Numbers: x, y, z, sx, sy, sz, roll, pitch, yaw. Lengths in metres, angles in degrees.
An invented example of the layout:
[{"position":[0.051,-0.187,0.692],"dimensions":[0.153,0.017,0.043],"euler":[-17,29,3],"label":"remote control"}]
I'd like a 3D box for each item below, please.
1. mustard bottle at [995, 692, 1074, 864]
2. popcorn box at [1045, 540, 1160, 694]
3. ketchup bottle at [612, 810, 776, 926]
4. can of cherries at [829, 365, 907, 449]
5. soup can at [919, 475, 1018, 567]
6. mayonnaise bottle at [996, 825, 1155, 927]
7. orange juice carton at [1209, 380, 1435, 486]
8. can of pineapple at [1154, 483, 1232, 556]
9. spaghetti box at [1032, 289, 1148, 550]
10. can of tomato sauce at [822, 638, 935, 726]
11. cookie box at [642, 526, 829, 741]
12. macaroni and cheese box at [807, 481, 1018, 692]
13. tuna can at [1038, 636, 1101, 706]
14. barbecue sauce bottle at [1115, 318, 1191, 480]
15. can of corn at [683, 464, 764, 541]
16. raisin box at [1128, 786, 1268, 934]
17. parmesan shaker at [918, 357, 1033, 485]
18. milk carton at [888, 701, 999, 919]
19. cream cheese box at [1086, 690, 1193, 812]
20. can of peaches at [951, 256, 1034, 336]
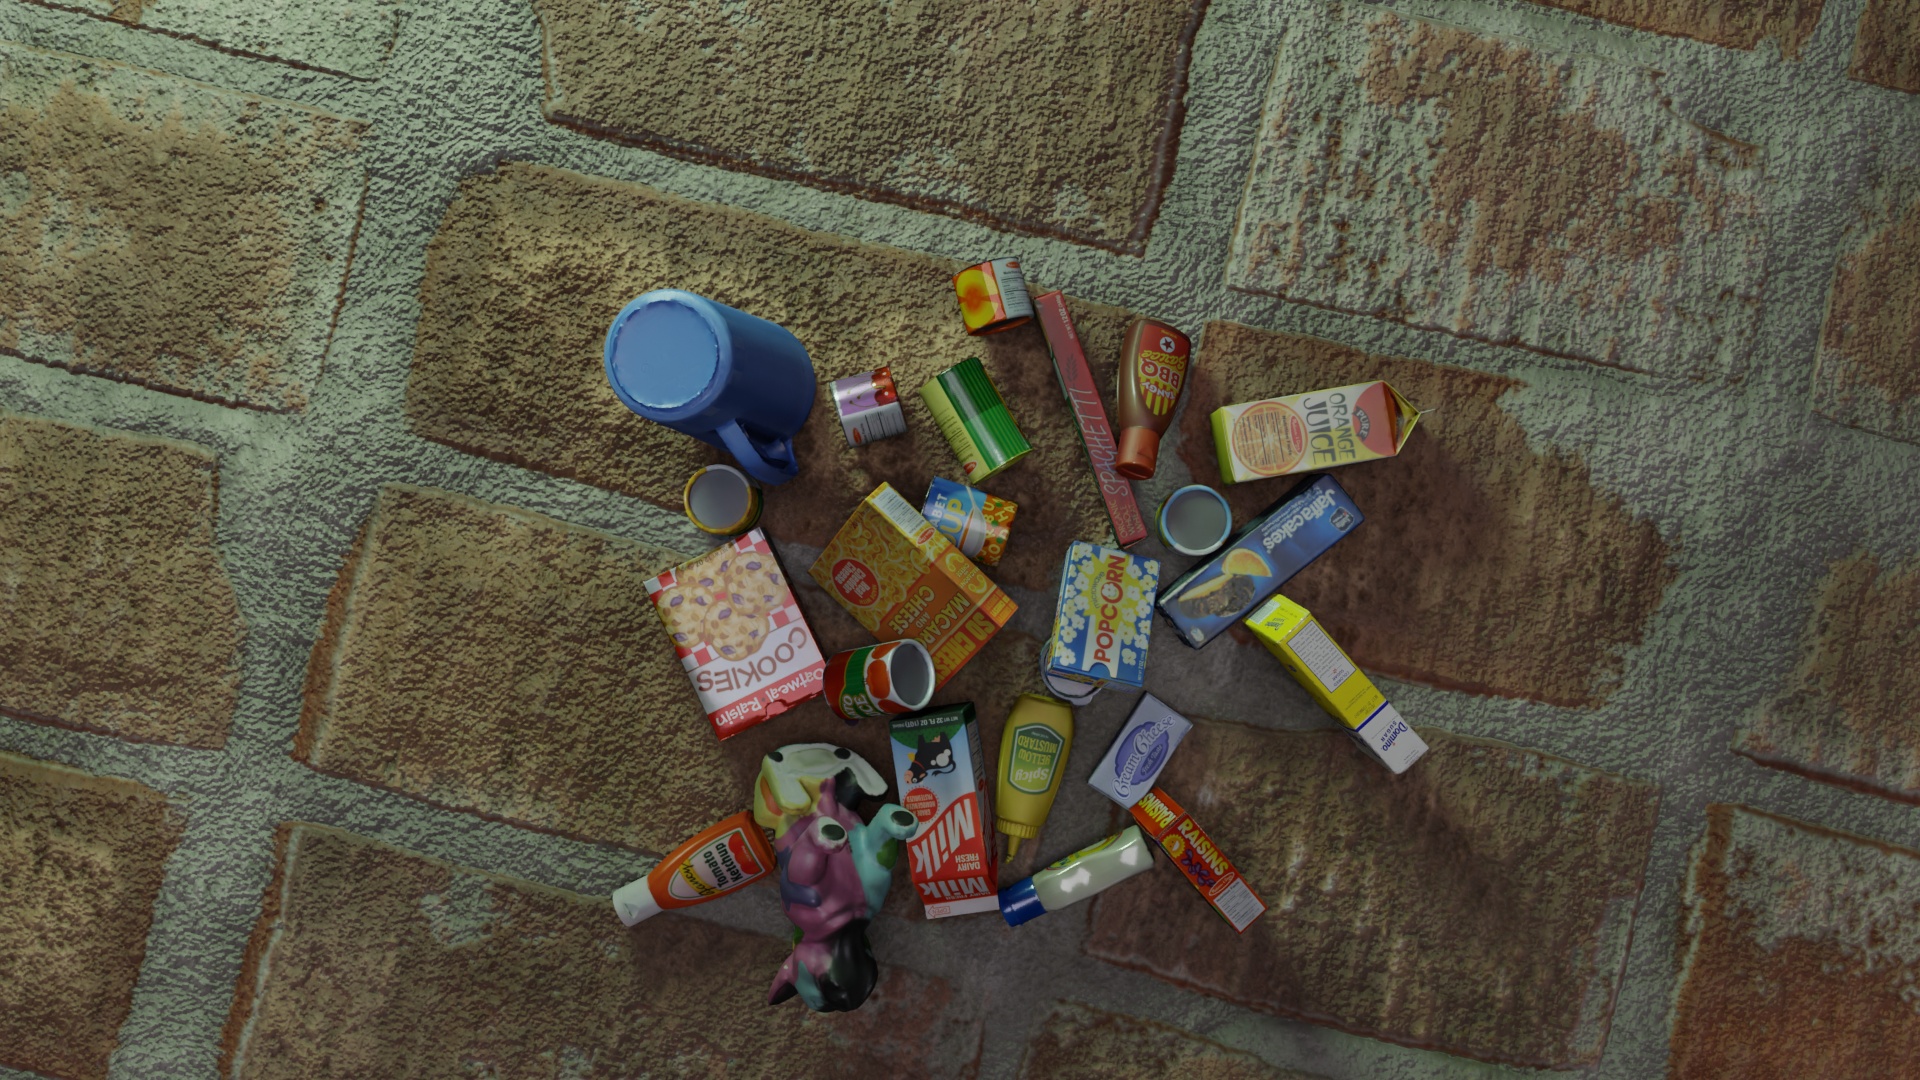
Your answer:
[{"position":[0.064,0.226,1.298],"dimensions":[0.065,0.049,0.160],"euler":[12,88,3],"label":"mustard bottle"},{"position":[0.132,0.071,1.281],"dimensions":[0.085,0.038,0.127],"euler":[14,67,-6],"label":"popcorn box"},{"position":[-0.251,0.313,1.303],"dimensions":[0.149,0.043,0.064],"euler":[-27,99,1],"label":"ketchup bottle"},{"position":[-0.086,-0.128,1.305],"dimensions":[0.058,0.071,0.071],"euler":[-17,88,1],"label":"can of cherries"},{"position":[0.005,-0.016,1.296],"dimensions":[0.084,0.071,0.071],"euler":[18,89,1],"label":"soup can"},{"position":[0.107,0.313,1.290],"dimensions":[0.148,0.065,0.041],"euler":[-25,86,4],"label":"mayonnaise bottle"},{"position":[0.337,-0.102,1.293],"dimensions":[0.193,0.072,0.073],"euler":[-10,89,1],"label":"orange juice carton"},{"position":[0.217,-0.020,1.299],"dimensions":[0.071,0.058,0.071],"euler":[0,88,1],"label":"can of pineapple"},{"position":[0.122,-0.112,1.308],"dimensions":[0.029,0.050,0.250],"euler":[-20,88,2],"label":"spaghetti box"},{"position":[-0.075,0.130,1.275],"dimensions":[0.083,0.071,0.071],"euler":[-14,88,38],"label":"can of tomato sauce"},{"position":[-0.206,0.088,1.311],"dimensions":[0.123,0.040,0.167],"euler":[-26,88,0],"label":"cookie box"},{"position":[-0.045,0.044,1.277],"dimensions":[0.166,0.040,0.123],"euler":[43,131,1],"label":"macaroni and cheese box"},{"position":[0.108,0.120,1.309],"dimensions":[0.071,0.033,0.071],"euler":[0,88,1],"label":"tuna can"},{"position":[0.173,-0.129,1.286],"dimensions":[0.065,0.043,0.149],"euler":[21,67,-19],"label":"barbecue sauce bottle"},{"position":[-0.223,-0.035,1.307],"dimensions":[0.071,0.058,0.071],"euler":[0,88,1],"label":"can of corn"},{"position":[0.215,0.290,1.265],"dimensions":[0.040,0.086,0.123],"euler":[-41,101,-3],"label":"raisin box"},{"position":[0.016,-0.113,1.299],"dimensions":[0.071,0.071,0.103],"euler":[-30,88,0],"label":"parmesan shaker"},{"position":[-0.012,0.251,1.284],"dimensions":[0.072,0.073,0.190],"euler":[-10,88,9],"label":"milk carton"},{"position":[0.169,0.199,1.310],"dimensions":[0.053,0.024,0.104],"euler":[33,89,2],"label":"cream cheese box"},{"position":[0.029,-0.228,1.307],"dimensions":[0.071,0.071,0.058],"euler":[-16,89,1],"label":"can of peaches"}]
